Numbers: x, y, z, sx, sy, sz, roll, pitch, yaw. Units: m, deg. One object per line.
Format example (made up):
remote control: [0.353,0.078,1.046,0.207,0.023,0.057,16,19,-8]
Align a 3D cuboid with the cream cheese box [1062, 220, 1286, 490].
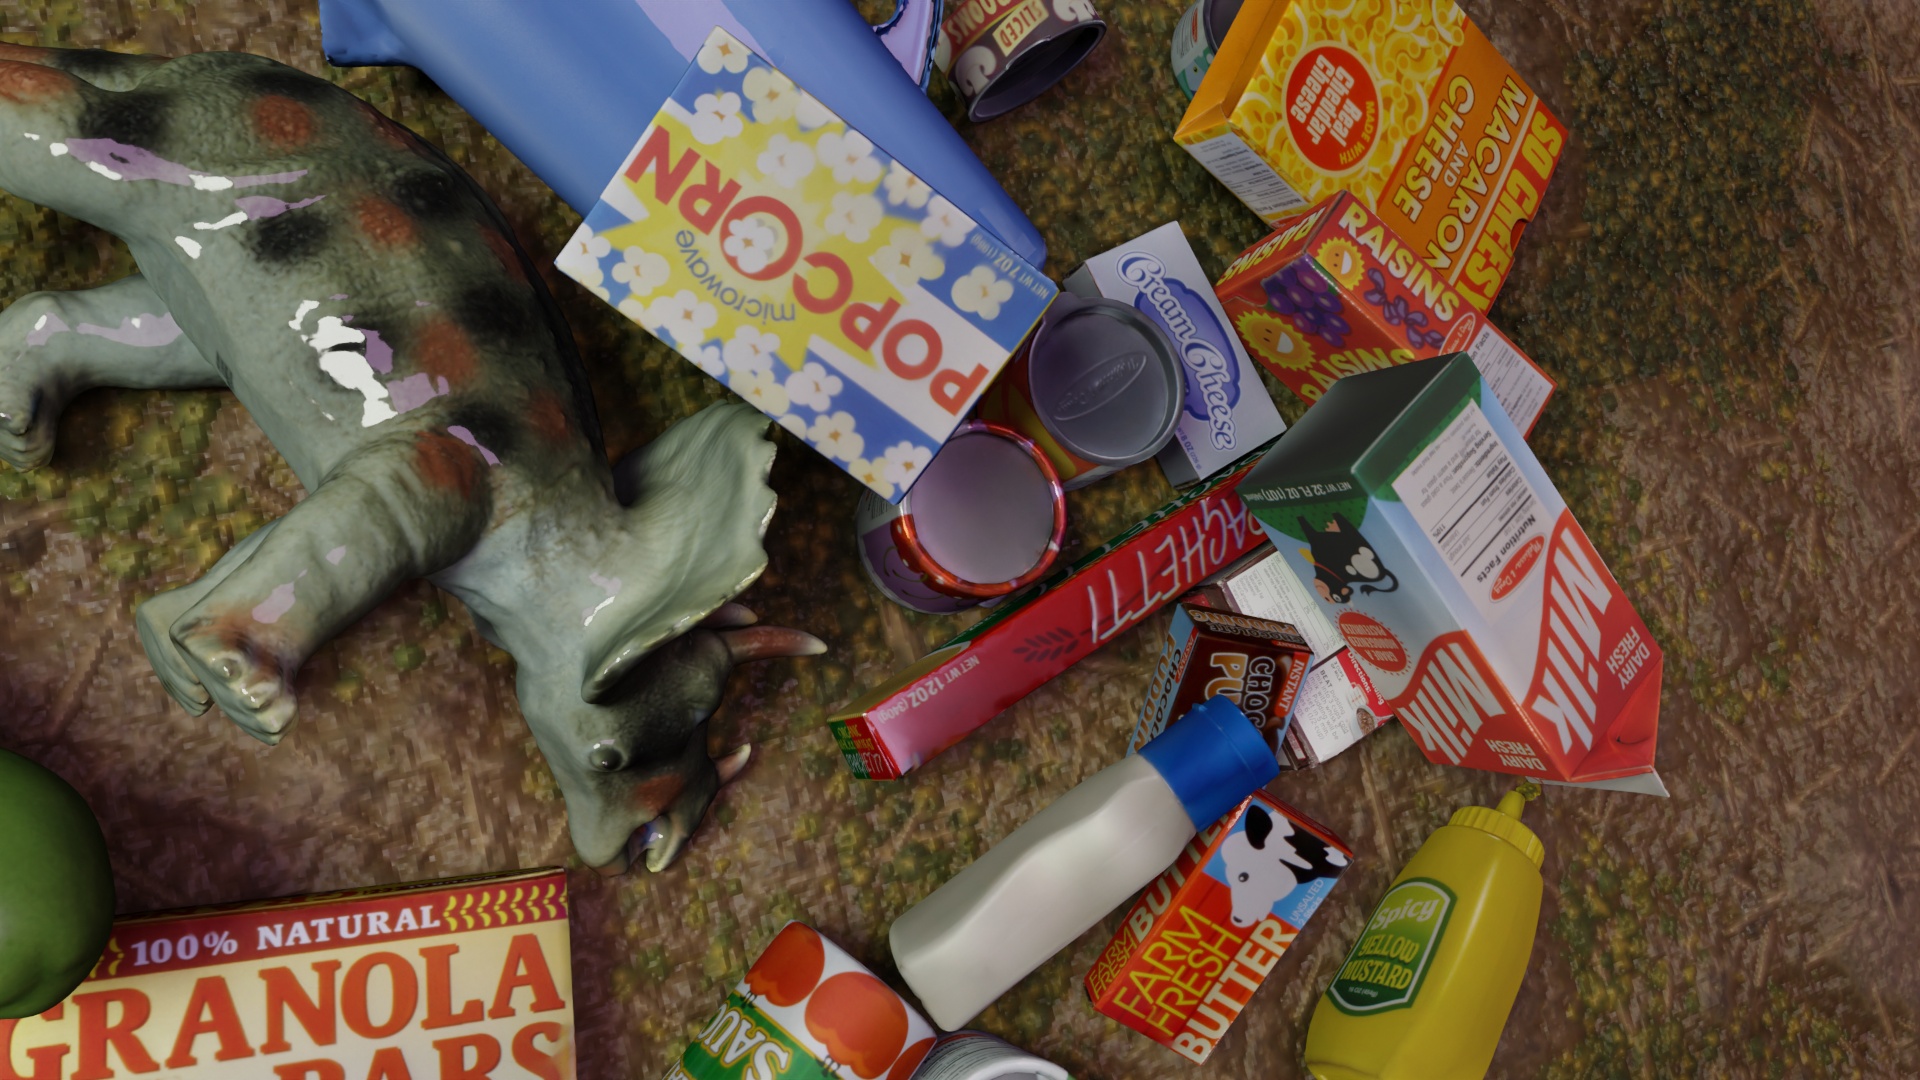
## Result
cream cheese box: [0.091,-0.079,0.590,0.053,0.024,0.104,-29,91,-24]

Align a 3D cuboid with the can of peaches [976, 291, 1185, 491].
can of peaches: [0.045,-0.058,0.550,0.071,0.058,0.071,4,79,-19]

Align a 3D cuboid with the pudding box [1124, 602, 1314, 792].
pudding box: [0.098,0.070,0.537,0.050,0.030,0.083,11,111,-11]

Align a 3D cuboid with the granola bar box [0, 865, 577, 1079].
granola bar box: [-0.202,0.172,0.422,0.166,0.039,0.124,-2,80,-21]

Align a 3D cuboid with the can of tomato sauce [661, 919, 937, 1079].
can of tomato sauce: [-0.059,0.178,0.460,0.071,0.071,0.083,43,68,-8]

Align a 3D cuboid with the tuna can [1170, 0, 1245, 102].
tuna can: [0.133,-0.221,0.628,0.071,0.032,0.071,4,79,-20]

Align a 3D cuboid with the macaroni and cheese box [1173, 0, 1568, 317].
macaroni and cheese box: [0.186,-0.177,0.608,0.166,0.040,0.124,33,77,-27]

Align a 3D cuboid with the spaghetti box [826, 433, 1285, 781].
spaghetti box: [0.062,0.017,0.547,0.251,0.050,0.028,-31,93,-23]

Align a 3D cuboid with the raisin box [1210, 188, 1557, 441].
raisin box: [0.174,-0.082,0.589,0.123,0.086,0.040,40,74,-10]

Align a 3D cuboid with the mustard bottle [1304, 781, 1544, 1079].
mustard bottle: [0.200,0.159,0.567,0.049,0.065,0.161,45,62,-13]

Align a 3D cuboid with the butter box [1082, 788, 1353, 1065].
butter box: [0.097,0.144,0.527,0.053,0.024,0.103,33,96,-14]

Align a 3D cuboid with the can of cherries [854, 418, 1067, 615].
can of cherries: [0.002,-0.007,0.524,0.071,0.058,0.071,4,78,-20]

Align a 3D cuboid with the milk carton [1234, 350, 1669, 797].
milk carton: [0.200,0.027,0.540,0.074,0.072,0.190,-43,103,-21]

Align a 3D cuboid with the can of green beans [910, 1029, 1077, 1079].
can of green beans: [0.010,0.210,0.485,0.071,0.057,0.071,4,79,-20]

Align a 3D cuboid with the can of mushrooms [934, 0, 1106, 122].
can of mushrooms: [0.023,-0.203,0.563,0.071,0.071,0.033,-31,91,-23]

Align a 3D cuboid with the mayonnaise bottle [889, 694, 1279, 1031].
mayonnaise bottle: [0.044,0.112,0.495,0.148,0.064,0.041,-35,90,-4]

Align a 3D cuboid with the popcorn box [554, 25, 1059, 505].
popcorn box: [-0.045,-0.081,0.423,0.126,0.038,0.085,35,100,-13]
